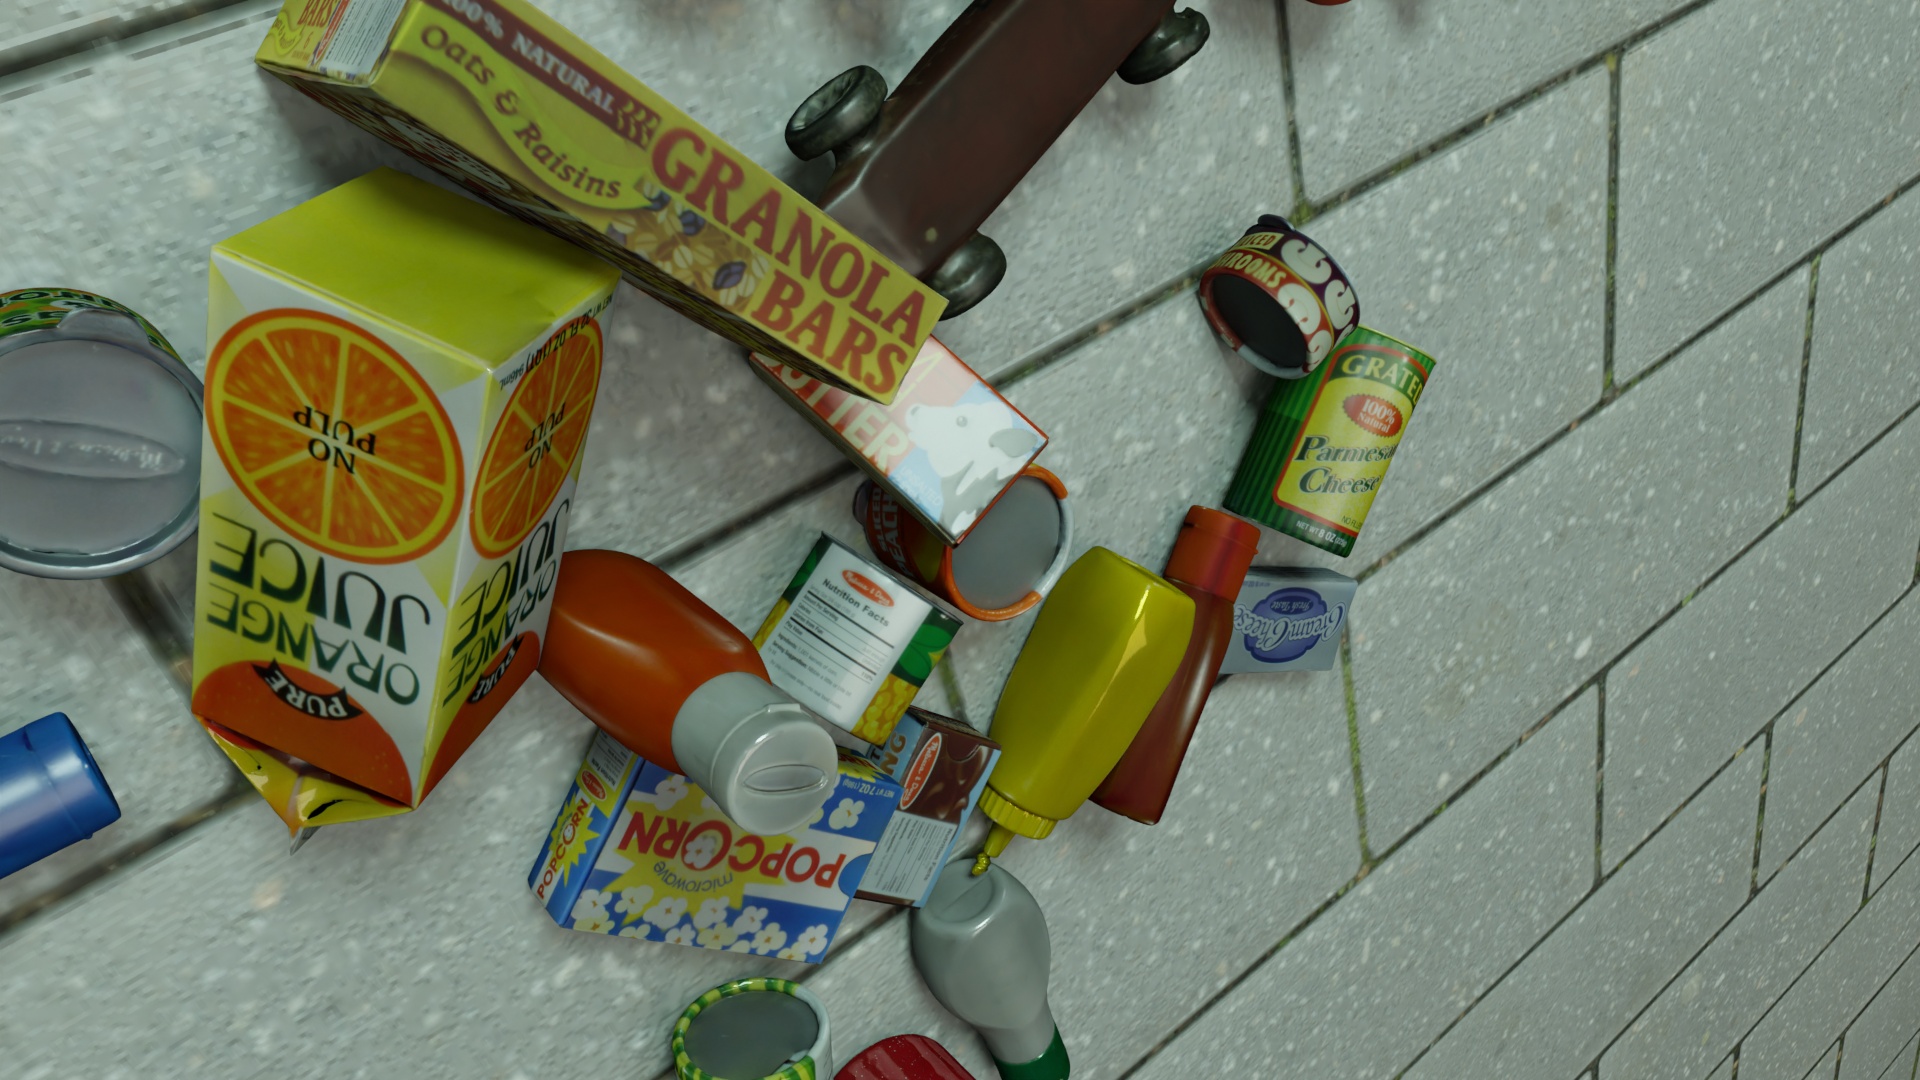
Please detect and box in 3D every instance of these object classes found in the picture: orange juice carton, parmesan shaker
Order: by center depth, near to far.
[{"bbox_3d":[-0.160,0.003,0.393,0.072,0.073,0.191,-66,178,-58],"label":"orange juice carton"},{"bbox_3d":[0.179,-0.050,0.672,0.071,0.071,0.103,17,98,-41],"label":"parmesan shaker"}]

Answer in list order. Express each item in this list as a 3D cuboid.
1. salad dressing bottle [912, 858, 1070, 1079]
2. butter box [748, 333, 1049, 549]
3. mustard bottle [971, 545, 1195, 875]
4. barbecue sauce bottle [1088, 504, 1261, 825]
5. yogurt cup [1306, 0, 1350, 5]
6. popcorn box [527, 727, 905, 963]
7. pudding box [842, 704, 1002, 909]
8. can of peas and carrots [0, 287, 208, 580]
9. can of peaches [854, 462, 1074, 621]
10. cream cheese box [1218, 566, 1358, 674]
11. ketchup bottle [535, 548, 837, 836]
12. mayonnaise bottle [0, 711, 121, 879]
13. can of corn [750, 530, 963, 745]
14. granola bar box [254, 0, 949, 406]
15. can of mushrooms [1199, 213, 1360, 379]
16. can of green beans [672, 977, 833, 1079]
[{"bbox_3d":[0.020,0.220,0.679,0.064,0.044,0.147,-35,127,-22],"label":"salad dressing bottle"},{"bbox_3d":[-0.023,-0.050,0.507,0.103,0.024,0.053,42,80,-1],"label":"butter box"},{"bbox_3d":[0.046,0.083,0.631,0.049,0.065,0.160,23,100,-36],"label":"mustard bottle"},{"bbox_3d":[0.100,0.058,0.663,0.044,0.065,0.148,23,88,-8],"label":"barbecue sauce bottle"},{"bbox_3d":[0.145,-0.255,0.564,0.054,0.072,0.072,13,101,-48],"label":"yogurt cup"},{"bbox_3d":[-0.094,0.115,0.550,0.126,0.038,0.085,24,92,-41],"label":"popcorn box"},{"bbox_3d":[-0.022,0.117,0.611,0.049,0.030,0.083,24,93,-40],"label":"pudding box"},{"bbox_3d":[-0.235,-0.032,0.366,0.071,0.059,0.070,-15,117,-33],"label":"can of peas and carrots"},{"bbox_3d":[0.002,-0.007,0.560,0.071,0.058,0.071,-16,118,-32],"label":"can of peaches"},{"bbox_3d":[0.162,0.041,0.725,0.104,0.024,0.053,3,107,-38],"label":"cream cheese box"},{"bbox_3d":[-0.093,0.045,0.448,0.065,0.149,0.043,4,105,-39],"label":"ketchup bottle"},{"bbox_3d":[-0.307,0.095,0.365,0.149,0.065,0.041,-29,127,-30],"label":"mayonnaise bottle"},{"bbox_3d":[-0.041,0.039,0.542,0.071,0.071,0.058,36,86,-41],"label":"can of corn"},{"bbox_3d":[-0.101,-0.101,0.396,0.165,0.124,0.039,29,90,-41],"label":"granola bar box"},{"bbox_3d":[0.140,-0.108,0.619,0.033,0.071,0.070,-44,129,-13],"label":"can of mushrooms"},{"bbox_3d":[-0.086,0.228,0.585,0.071,0.071,0.057,-15,117,-32],"label":"can of green beans"}]
